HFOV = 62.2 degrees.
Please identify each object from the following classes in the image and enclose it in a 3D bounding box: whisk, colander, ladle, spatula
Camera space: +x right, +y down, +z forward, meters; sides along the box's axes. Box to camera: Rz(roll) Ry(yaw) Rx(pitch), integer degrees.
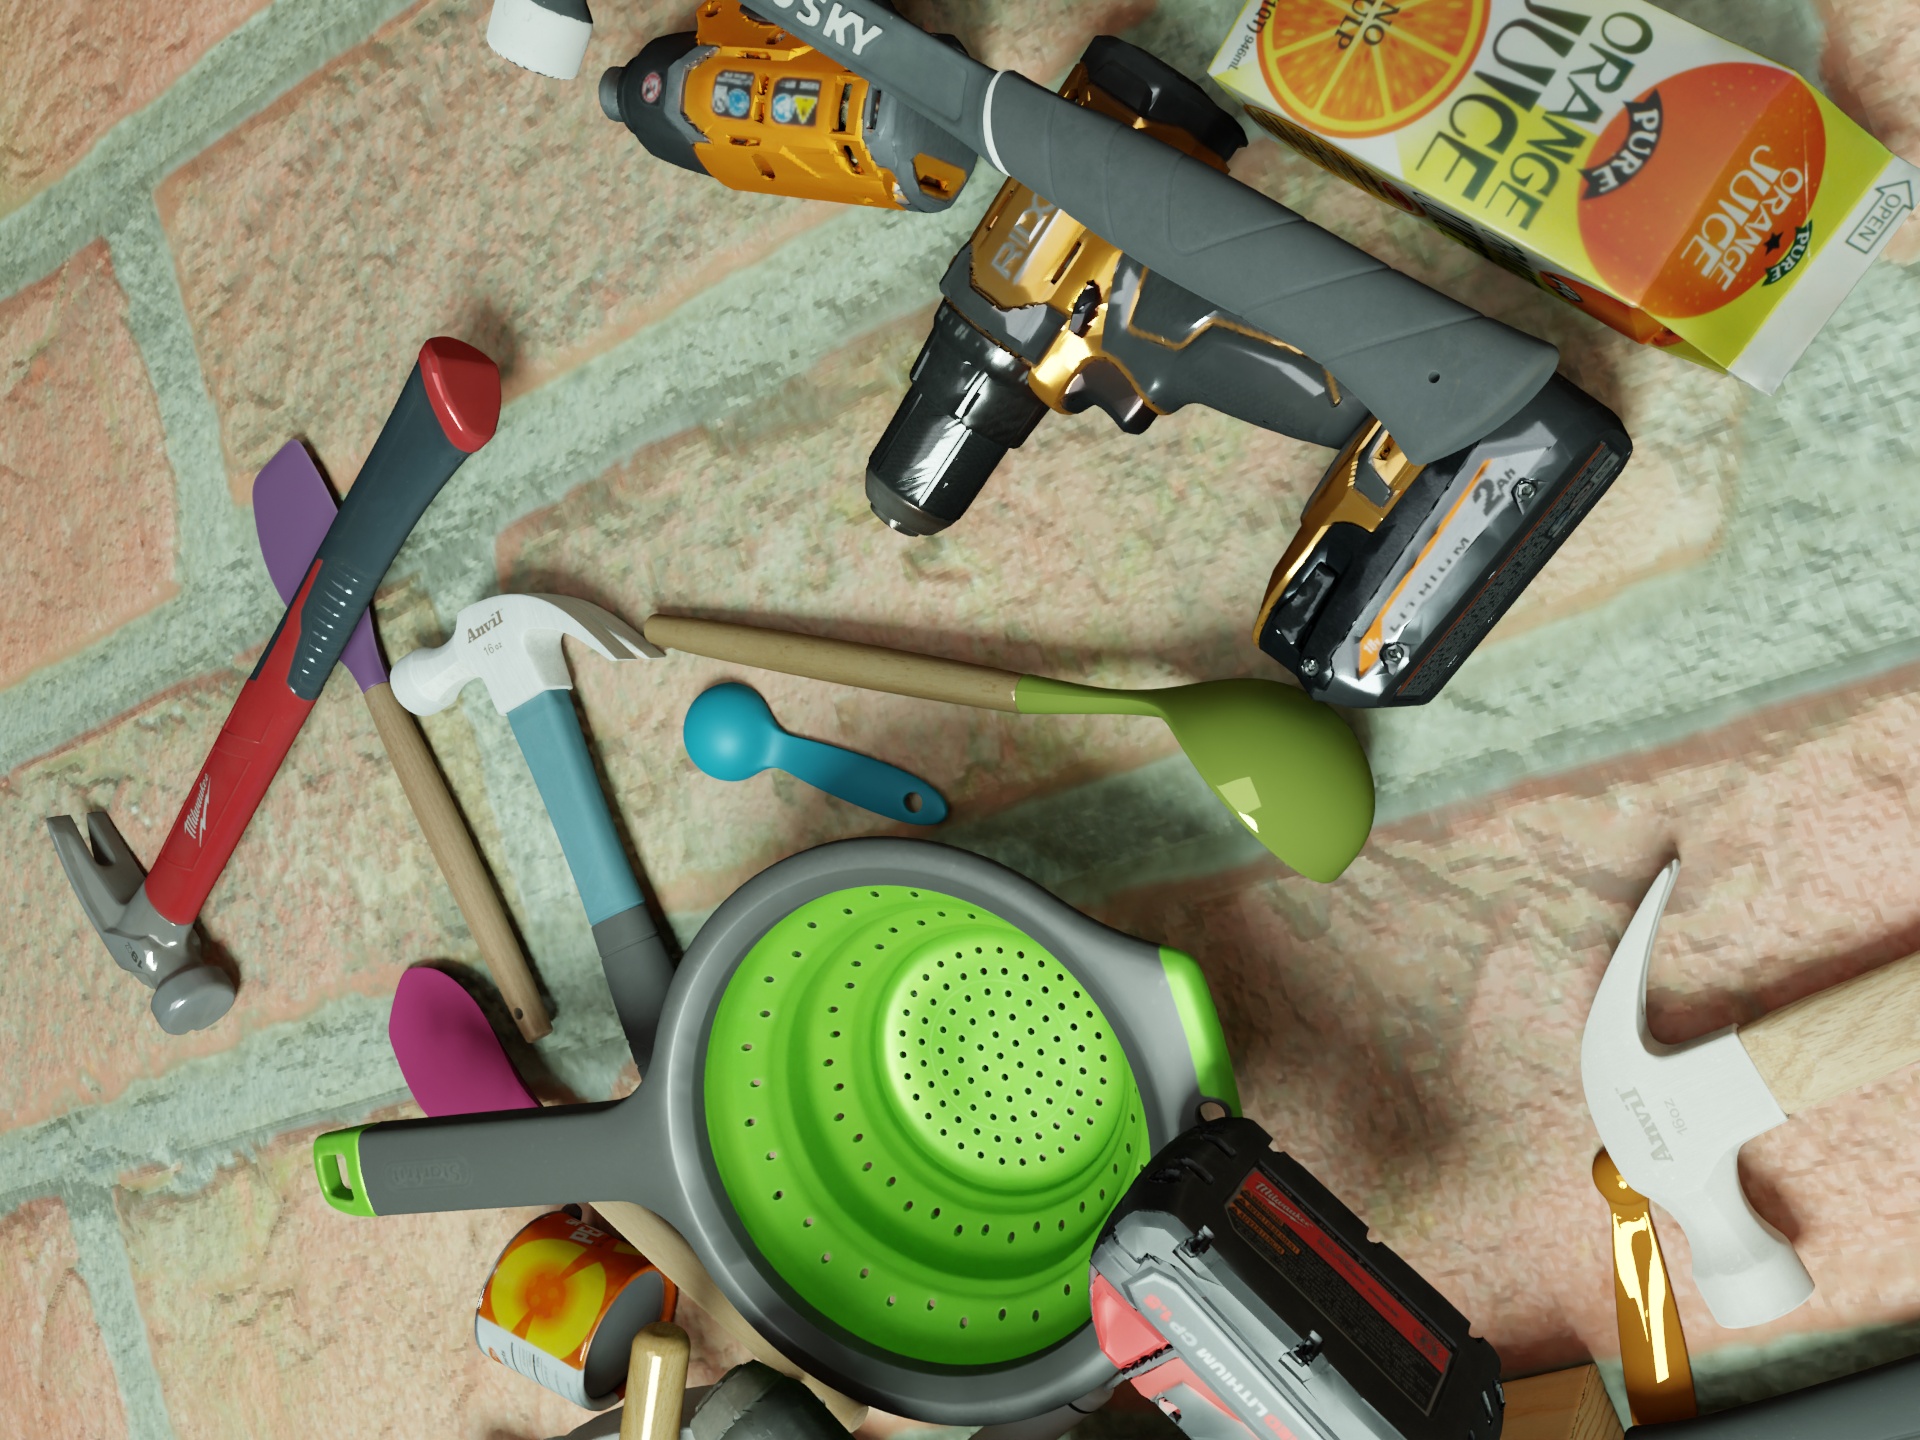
[{"bbox_3d":[-0.128,0.338,0.575,0.047,0.051,0.245,11,94,41],"label":"whisk"},{"bbox_3d":[-0.075,0.149,0.610,0.397,0.094,0.204,-11,92,24],"label":"colander"},{"bbox_3d":[-0.001,-0.002,0.594,0.320,0.078,0.062,11,90,32],"label":"ladle"},{"bbox_3d":[-0.265,0.009,0.748,0.059,0.018,0.316,-36,76,27],"label":"spatula"}]

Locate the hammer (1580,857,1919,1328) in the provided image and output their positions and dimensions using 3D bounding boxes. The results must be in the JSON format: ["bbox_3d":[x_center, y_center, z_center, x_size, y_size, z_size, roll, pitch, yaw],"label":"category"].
[{"bbox_3d":[0.331,0.047,0.438,0.331,0.031,0.130,-33,75,23],"label":"hammer"}]

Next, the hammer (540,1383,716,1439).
[{"bbox_3d":[-0.046,0.429,0.618,0.149,0.037,0.359,-27,91,31],"label":"hammer"}]

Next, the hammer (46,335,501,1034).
[{"bbox_3d":[-0.326,-0.026,0.750,0.143,0.038,0.386,48,116,20],"label":"hammer"}]

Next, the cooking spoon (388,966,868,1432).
[{"bbox_3d":[-0.155,0.197,0.678,0.319,0.017,0.068,28,106,34],"label":"cooking spoon"}]

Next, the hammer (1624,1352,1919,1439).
[{"bbox_3d":[0.347,0.160,0.434,0.335,0.035,0.146,-31,80,24],"label":"hammer"}]

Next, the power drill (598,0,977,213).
[{"bbox_3d":[-0.060,-0.312,0.591,0.164,0.084,0.226,16,103,27],"label":"power drill"}]

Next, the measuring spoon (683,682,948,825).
[{"bbox_3d":[-0.063,0.018,0.643,0.129,0.021,0.042,19,102,26],"label":"measuring spoon"}]

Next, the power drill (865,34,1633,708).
[{"bbox_3d":[0.077,-0.095,0.536,0.226,0.084,0.185,44,111,22],"label":"power drill"}]

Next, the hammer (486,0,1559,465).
[{"bbox_3d":[0.003,-0.202,0.501,0.409,0.036,0.149,38,117,22],"label":"hammer"}]

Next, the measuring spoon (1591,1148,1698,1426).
[{"bbox_3d":[0.223,0.197,0.515,0.021,0.011,0.117,-10,89,27],"label":"measuring spoon"}]

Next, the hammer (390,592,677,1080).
[{"bbox_3d":[-0.143,0.097,0.684,0.128,0.033,0.331,-27,81,27],"label":"hammer"}]

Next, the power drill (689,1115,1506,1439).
[{"bbox_3d":[0.027,0.224,0.481,0.188,0.080,0.226,42,113,17],"label":"power drill"}]

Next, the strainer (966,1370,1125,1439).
[{"bbox_3d":[-0.010,0.298,0.603,0.087,0.050,0.258,53,125,22],"label":"strainer"}]
